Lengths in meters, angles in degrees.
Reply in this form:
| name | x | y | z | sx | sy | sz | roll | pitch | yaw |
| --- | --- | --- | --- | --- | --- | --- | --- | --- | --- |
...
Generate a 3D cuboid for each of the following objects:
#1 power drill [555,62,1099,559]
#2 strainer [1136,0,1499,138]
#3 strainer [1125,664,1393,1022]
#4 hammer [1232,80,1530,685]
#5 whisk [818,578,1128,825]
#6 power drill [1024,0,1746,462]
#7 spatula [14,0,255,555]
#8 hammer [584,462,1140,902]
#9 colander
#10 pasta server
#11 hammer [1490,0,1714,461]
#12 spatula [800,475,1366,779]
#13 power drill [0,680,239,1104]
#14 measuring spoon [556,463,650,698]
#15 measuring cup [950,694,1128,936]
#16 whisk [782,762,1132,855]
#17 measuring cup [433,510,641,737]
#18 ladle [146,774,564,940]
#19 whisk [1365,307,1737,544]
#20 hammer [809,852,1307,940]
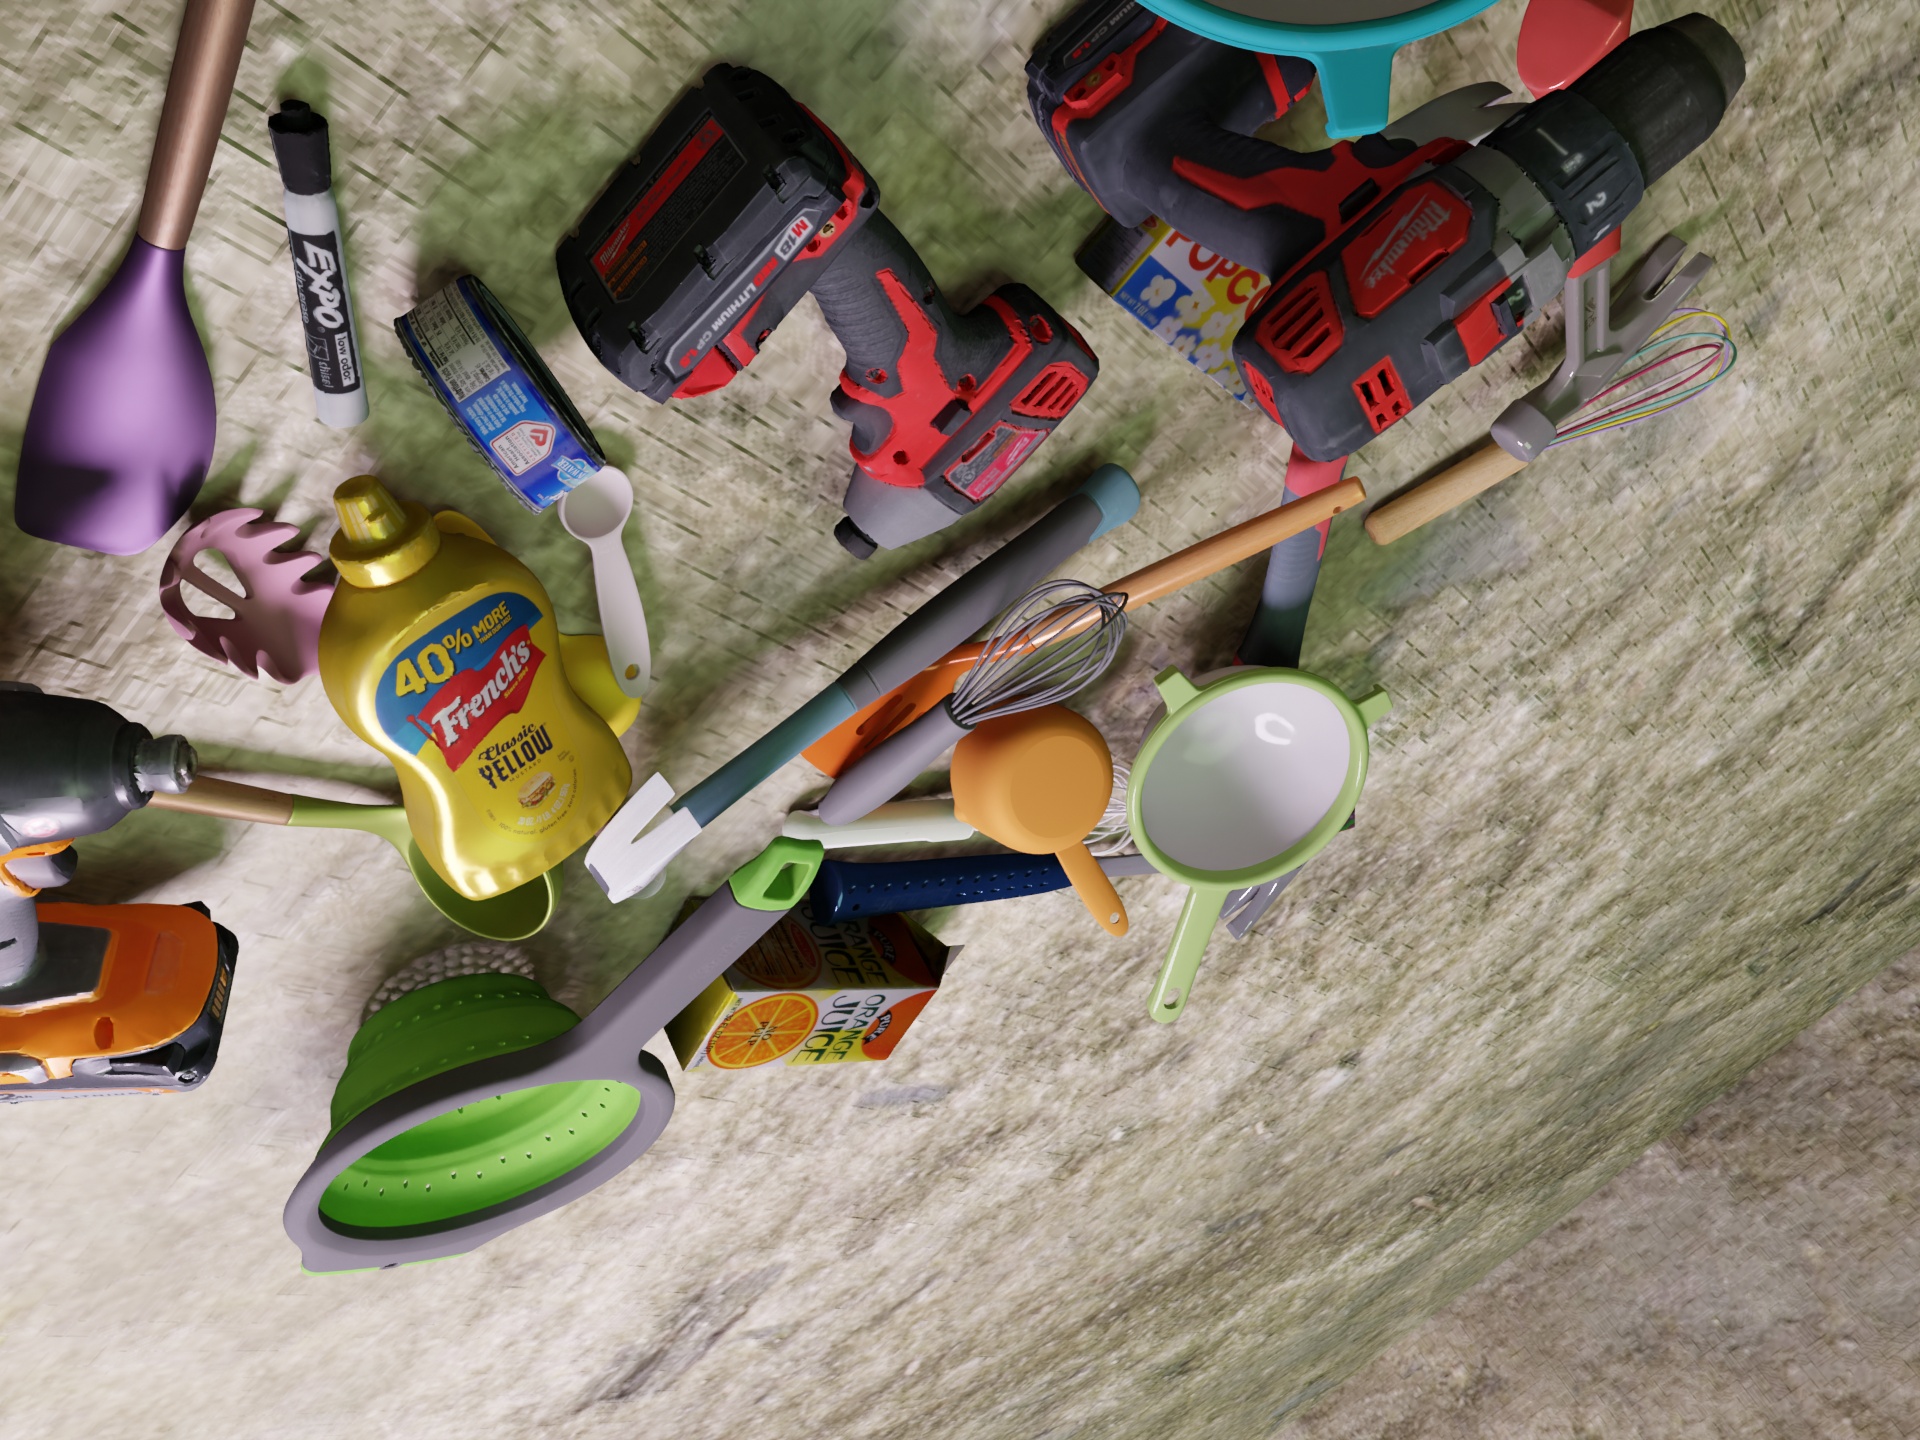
| name | x | y | z | sx | sy | sz | roll | pitch | yaw |
| --- | --- | --- | --- | --- | --- | --- | --- | --- | --- |
| power drill | -0.049 | -0.150 | 0.656 | 0.143 | 0.079 | 0.219 | -44 | 144 | 16 |
| strainer | 0.154 | -0.369 | 0.525 | 0.340 | 0.211 | 0.095 | -51 | -177 | 4 |
| strainer | 0.150 | 0.068 | 0.974 | 0.151 | 0.069 | 0.256 | 4 | 119 | -19 |
| hammer | 0.196 | -0.141 | 0.823 | 0.143 | 0.038 | 0.386 | -34 | 153 | -16 |
| whisk | -0.001 | -0.001 | 0.815 | 0.055 | 0.055 | 0.239 | 9 | 145 | -41 |
| power drill | 0.145 | -0.219 | 0.587 | 0.188 | 0.227 | 0.080 | -39 | 142 | 9 |
| spatula | -0.253 | -0.180 | 0.520 | 0.059 | 0.018 | 0.315 | 12 | 126 | -31 |
| hammer | -0.046 | -0.020 | 0.791 | 0.331 | 0.033 | 0.128 | -38 | 176 | -8 |
| colander | -0.213 | 0.152 | 0.825 | 0.397 | 0.095 | 0.204 | -44 | 147 | 26 |
| pasta server | -0.234 | 0.000 | 0.717 | 0.315 | 0.040 | 0.060 | 46 | 60 | -54 |
| hammer | 0.300 | -0.240 | 0.743 | 0.149 | 0.037 | 0.358 | -49 | 157 | 6 |
| spatula | 0.061 | -0.045 | 0.830 | 0.322 | 0.041 | 0.081 | -24 | 147 | 23 |
| power drill | -0.362 | 0.068 | 0.624 | 0.164 | 0.084 | 0.226 | -2 | 142 | -6 |
| measuring spoon | -0.157 | -0.061 | 0.708 | 0.034 | 0.018 | 0.124 | -30 | 137 | -29 |
| measuring cup | 0.065 | 0.066 | 0.921 | 0.095 | 0.052 | 0.173 | -37 | 111 | -13 |
| whisk | 0.009 | 0.059 | 0.951 | 0.246 | 0.058 | 0.059 | -2 | 99 | -28 |
| measuring cup | -0.191 | -0.036 | 0.712 | 0.062 | 0.029 | 0.156 | -30 | 145 | -3 |
| ladle | -0.320 | 0.045 | 0.693 | 0.320 | 0.062 | 0.078 | 16 | 137 | -42 |
| whisk | 0.353 | -0.168 | 0.945 | 0.245 | 0.051 | 0.047 | -30 | 148 | 1 |
| hammer | 0.084 | 0.103 | 1.058 | 0.405 | 0.035 | 0.144 | -1 | 133 | -34 |
